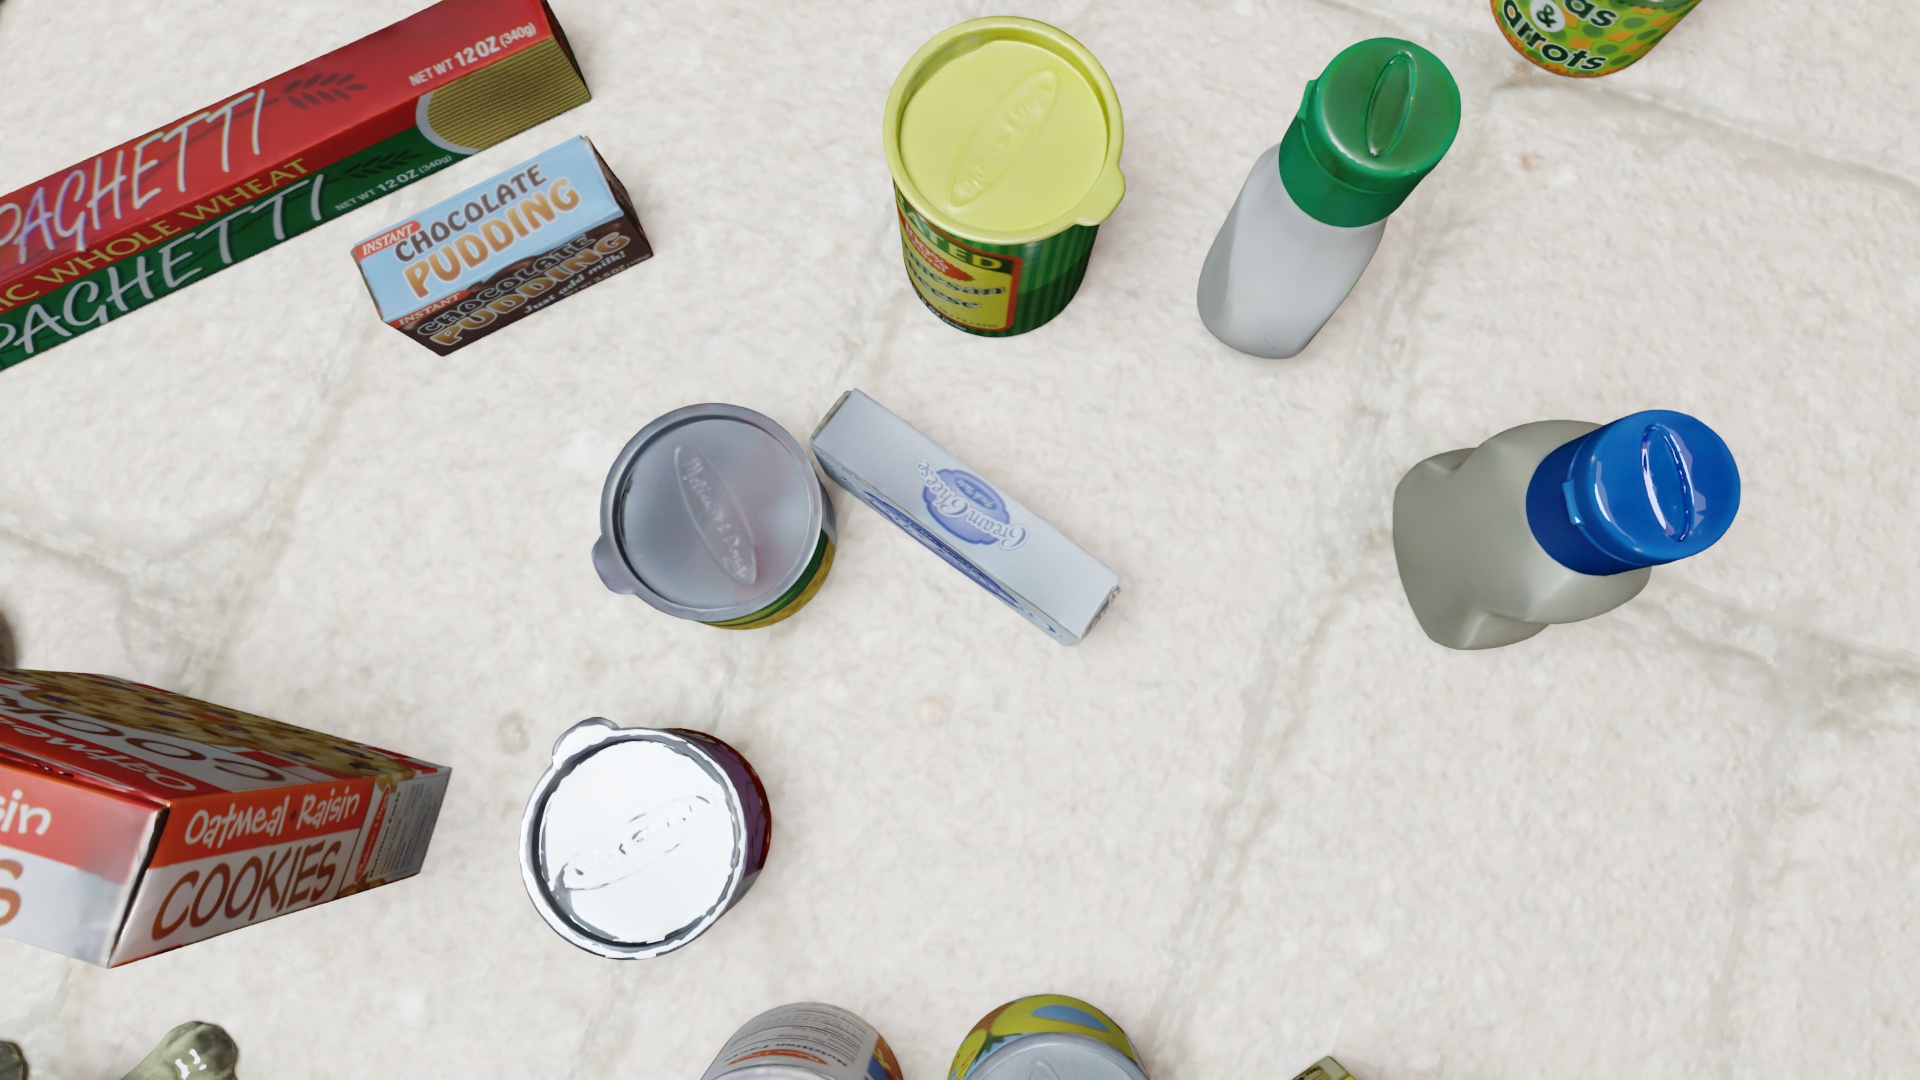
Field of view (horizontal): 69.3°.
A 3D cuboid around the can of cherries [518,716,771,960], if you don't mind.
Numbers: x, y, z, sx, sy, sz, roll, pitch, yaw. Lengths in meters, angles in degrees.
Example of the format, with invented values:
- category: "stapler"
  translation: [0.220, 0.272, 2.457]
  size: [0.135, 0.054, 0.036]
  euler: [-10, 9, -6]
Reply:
- category: "can of cherries"
  translation: [-0.095, 0.088, 0.428]
  size: [0.071, 0.058, 0.071]
  euler: [0, 82, 0]

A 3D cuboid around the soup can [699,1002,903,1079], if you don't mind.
- category: "soup can"
  translation: [-0.050, 0.179, 0.402]
  size: [0.071, 0.083, 0.071]
  euler: [0, 83, 0]

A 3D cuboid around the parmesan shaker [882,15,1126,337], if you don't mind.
- category: "parmesan shaker"
  translation: [0.014, -0.105, 0.431]
  size: [0.071, 0.103, 0.071]
  euler: [0, 83, 0]

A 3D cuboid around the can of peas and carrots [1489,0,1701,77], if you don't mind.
- category: "can of peas and carrots"
  translation: [0.218, -0.196, 0.465]
  size: [0.071, 0.058, 0.071]
  euler: [0, 83, 0]

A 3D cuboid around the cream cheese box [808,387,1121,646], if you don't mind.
- category: "cream cheese box"
  translation: [0.002, -0.006, 0.443]
  size: [0.104, 0.053, 0.024]
  euler: [36, 84, 5]

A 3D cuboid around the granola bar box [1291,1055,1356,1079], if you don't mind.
- category: "granola bar box"
  translation: [0.059, 0.215, 0.377]
  size: [0.166, 0.124, 0.039]
  euler: [-33, 84, -4]

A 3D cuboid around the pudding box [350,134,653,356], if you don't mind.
- category: "pudding box"
  translation: [-0.149, -0.096, 0.458]
  size: [0.084, 0.049, 0.030]
  euler: [-27, 83, -3]

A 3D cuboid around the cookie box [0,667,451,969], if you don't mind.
- category: "cookie box"
  translation: [-0.231, 0.066, 0.376]
  size: [0.123, 0.167, 0.040]
  euler: [15, 83, 2]

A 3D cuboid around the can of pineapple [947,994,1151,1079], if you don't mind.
- category: "can of pineapple"
  translation: [0.026, 0.175, 0.416]
  size: [0.071, 0.058, 0.071]
  euler: [0, 82, 0]

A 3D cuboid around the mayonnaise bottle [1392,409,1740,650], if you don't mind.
- category: "mayonnaise bottle"
  translation: [0.164, -0.004, 0.394]
  size: [0.041, 0.148, 0.065]
  euler: [-10, 83, -1]

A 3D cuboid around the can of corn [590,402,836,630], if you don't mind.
- category: "can of corn"
  translation: [-0.076, -0.004, 0.440]
  size: [0.071, 0.058, 0.071]
  euler: [0, 82, 0]

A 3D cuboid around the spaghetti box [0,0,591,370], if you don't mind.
- category: "spaghetti box"
  translation: [-0.246, -0.116, 0.460]
  size: [0.250, 0.050, 0.029]
  euler: [-26, 83, -3]

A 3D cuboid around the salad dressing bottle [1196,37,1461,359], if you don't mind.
- category: "salad dressing bottle"
  translation: [0.103, -0.096, 0.407]
  size: [0.044, 0.147, 0.064]
  euler: [18, 83, 3]
